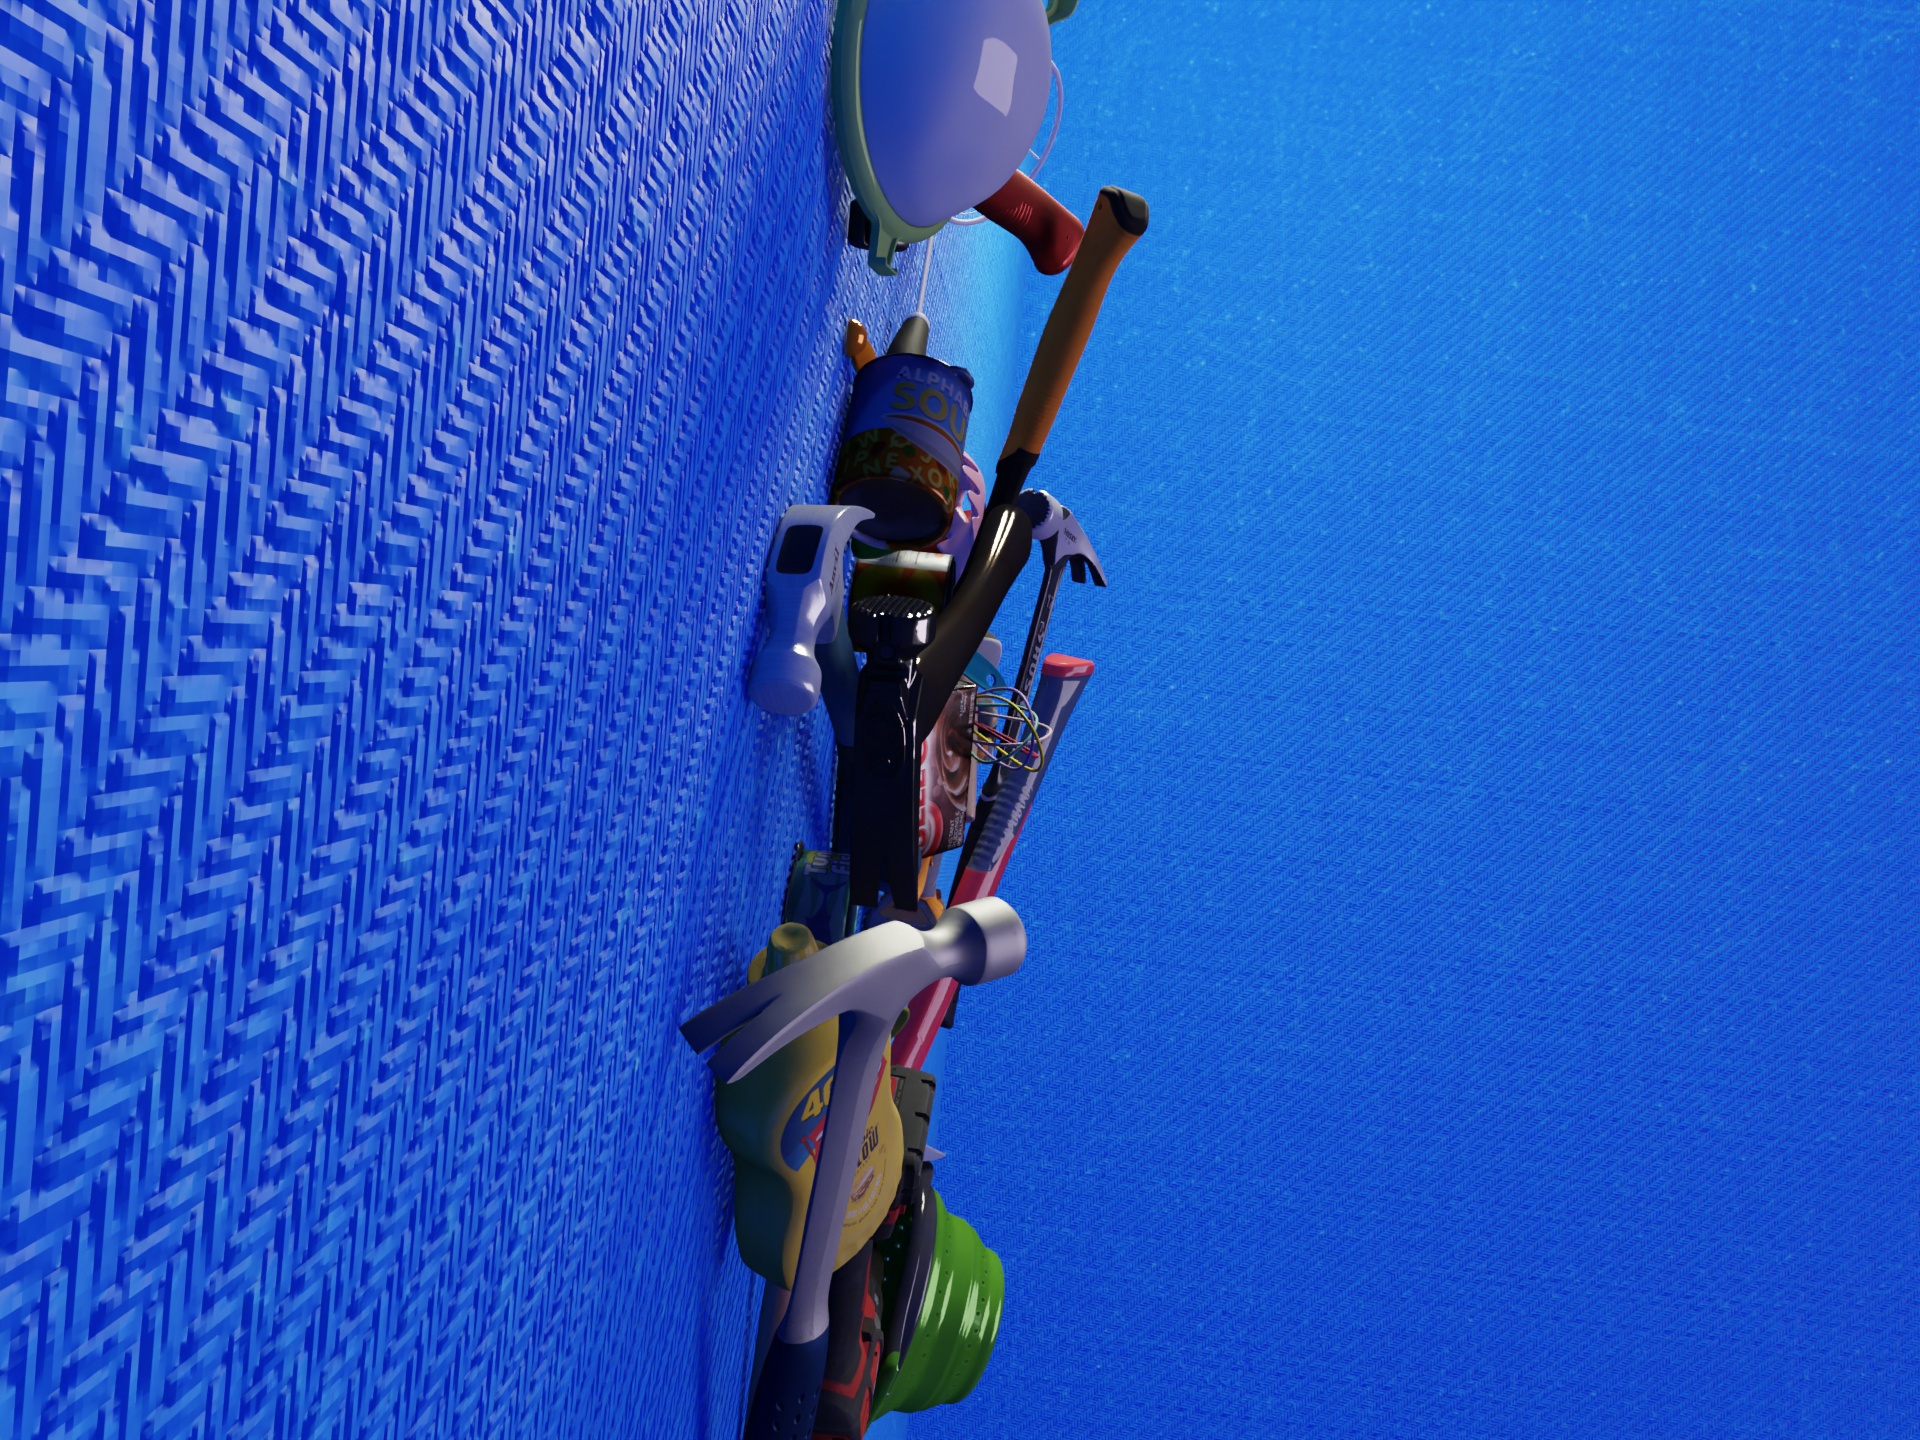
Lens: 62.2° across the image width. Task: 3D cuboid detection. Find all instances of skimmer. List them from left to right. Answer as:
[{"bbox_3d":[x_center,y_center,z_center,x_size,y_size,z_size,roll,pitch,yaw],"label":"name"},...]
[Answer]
[{"bbox_3d":[0.007,-0.298,1.040,0.127,0.090,0.364,91,6,-57],"label":"skimmer"}]

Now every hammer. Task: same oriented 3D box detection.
[{"bbox_3d":[-0.074,0.261,0.702,0.035,0.144,0.405,38,-54,40],"label":"hammer"},{"bbox_3d":[-0.053,0.009,0.815,0.330,0.033,0.128,79,15,-60],"label":"hammer"},{"bbox_3d":[-0.001,-0.042,0.887,0.411,0.038,0.146,-62,156,-69],"label":"hammer"},{"bbox_3d":[0.018,0.129,1.166,0.143,0.038,0.386,48,62,-54],"label":"hammer"},{"bbox_3d":[0.016,-0.327,0.937,0.359,0.037,0.149,-21,119,-71],"label":"hammer"},{"bbox_3d":[0.033,0.036,1.230,0.149,0.036,0.409,26,78,-63],"label":"hammer"},{"bbox_3d":[0.045,-0.203,1.099,0.127,0.034,0.336,51,-54,49],"label":"hammer"}]

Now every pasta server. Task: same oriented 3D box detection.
[{"bbox_3d":[-0.002,-0.071,1.197,0.060,0.040,0.316,-32,-132,44],"label":"pasta server"}]

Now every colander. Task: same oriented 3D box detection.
[{"bbox_3d":[-0.032,0.396,1.233,0.397,0.094,0.204,-94,-152,-65],"label":"colander"}]

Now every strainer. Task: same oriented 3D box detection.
[{"bbox_3d":[0.026,-0.328,0.779,0.256,0.069,0.151,-52,145,-46],"label":"strainer"}]

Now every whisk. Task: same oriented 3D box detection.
[{"bbox_3d":[-0.001,-0.001,1.102,0.051,0.047,0.245,-55,-156,-7],"label":"whisk"}]

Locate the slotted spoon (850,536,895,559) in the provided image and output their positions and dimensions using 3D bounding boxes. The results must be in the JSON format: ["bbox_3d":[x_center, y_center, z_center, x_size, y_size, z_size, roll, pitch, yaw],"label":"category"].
[{"bbox_3d":[-0.036,-0.145,1.031,0.031,0.070,0.314,57,7,-11],"label":"slotted spoon"}]

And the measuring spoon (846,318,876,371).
[{"bbox_3d":[-0.051,-0.202,0.875,0.117,0.011,0.021,-46,142,-85],"label":"measuring spoon"}]

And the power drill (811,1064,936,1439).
[{"bbox_3d":[-0.070,0.328,1.012,0.188,0.080,0.226,-75,173,-71],"label":"power drill"}]

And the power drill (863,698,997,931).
[{"bbox_3d":[-0.026,0.089,1.311,0.185,0.084,0.226,29,71,-86],"label":"power drill"}]

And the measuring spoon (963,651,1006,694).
[{"bbox_3d":[-0.017,-0.051,1.082,0.128,0.021,0.042,36,63,-34],"label":"measuring spoon"}]

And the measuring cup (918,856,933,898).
[{"bbox_3d":[-0.046,0.084,1.136,0.173,0.052,0.095,80,17,-78],"label":"measuring cup"}]

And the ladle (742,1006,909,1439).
[{"bbox_3d":[-0.084,0.286,0.839,0.078,0.062,0.320,-1,102,-52],"label":"ladle"}]
